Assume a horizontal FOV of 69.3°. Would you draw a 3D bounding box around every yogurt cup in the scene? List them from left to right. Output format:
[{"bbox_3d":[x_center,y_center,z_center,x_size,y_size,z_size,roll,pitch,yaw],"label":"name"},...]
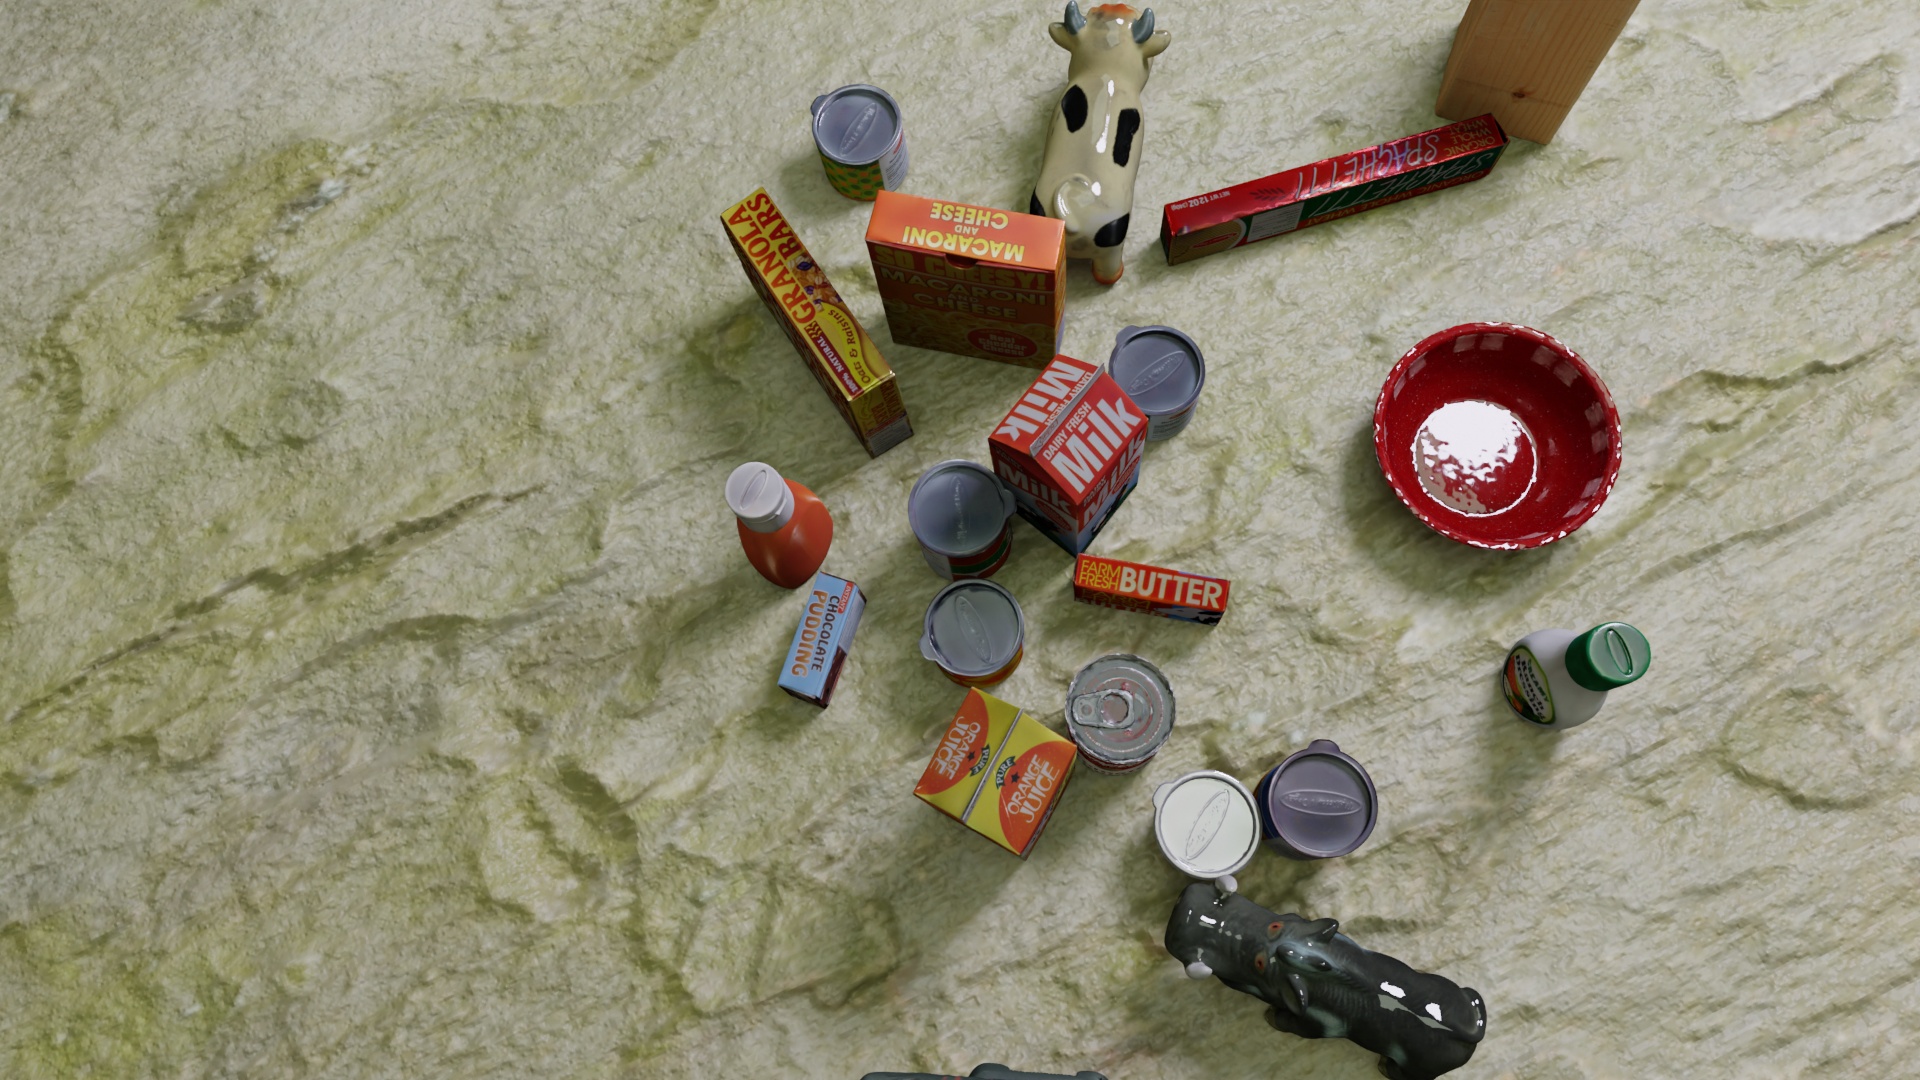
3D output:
[{"bbox_3d":[0.157,0.184,0.895,0.072,0.054,0.072,-1,75,4],"label":"yogurt cup"}]

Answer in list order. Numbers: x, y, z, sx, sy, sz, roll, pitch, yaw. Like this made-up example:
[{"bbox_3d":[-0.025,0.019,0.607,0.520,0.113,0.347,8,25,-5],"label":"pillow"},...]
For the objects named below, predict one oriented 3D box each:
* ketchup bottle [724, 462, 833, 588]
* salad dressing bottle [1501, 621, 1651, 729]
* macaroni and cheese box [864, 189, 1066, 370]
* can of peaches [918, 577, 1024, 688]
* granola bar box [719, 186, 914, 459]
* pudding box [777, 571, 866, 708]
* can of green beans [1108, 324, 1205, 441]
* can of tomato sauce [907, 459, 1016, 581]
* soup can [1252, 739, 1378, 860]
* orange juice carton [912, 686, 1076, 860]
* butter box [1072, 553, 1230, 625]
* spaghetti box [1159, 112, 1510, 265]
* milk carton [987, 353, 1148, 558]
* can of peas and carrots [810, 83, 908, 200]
[{"bbox_3d":[-0.120,-0.013,0.917,0.043,0.148,0.065,27,79,10],"label":"ketchup bottle"},{"bbox_3d":[0.380,0.081,0.860,0.044,0.147,0.064,-16,75,0],"label":"salad dressing bottle"},{"bbox_3d":[0.008,-0.171,0.942,0.124,0.166,0.040,11,77,7],"label":"macaroni and cheese box"},{"bbox_3d":[0.008,0.064,0.935,0.071,0.058,0.071,-1,75,4],"label":"can of peaches"},{"bbox_3d":[-0.098,-0.147,0.964,0.039,0.124,0.166,-34,76,-5],"label":"granola bar box"},{"bbox_3d":[-0.093,0.068,0.945,0.030,0.049,0.084,17,77,8],"label":"pudding box"},{"bbox_3d":[0.136,-0.109,0.973,0.071,0.057,0.071,-1,75,4],"label":"can of green beans"},{"bbox_3d":[0.003,-0.012,0.943,0.071,0.083,0.071,-1,75,4],"label":"can of tomato sauce"},{"bbox_3d":[0.223,0.166,0.880,0.071,0.083,0.071,-1,75,4],"label":"soup can"},{"bbox_3d":[0.024,0.144,0.843,0.073,0.192,0.072,28,79,10],"label":"orange juice carton"},{"bbox_3d":[0.127,0.034,0.938,0.103,0.053,0.024,10,77,6],"label":"butter box"},{"bbox_3d":[0.268,-0.254,1.007,0.250,0.050,0.029,-16,75,-1],"label":"spaghetti box"},{"bbox_3d":[0.069,-0.056,0.895,0.073,0.190,0.072,38,81,12],"label":"milk carton"},{"bbox_3d":[-0.076,-0.297,1.037,0.071,0.058,0.071,-1,75,4],"label":"can of peas and carrots"}]
